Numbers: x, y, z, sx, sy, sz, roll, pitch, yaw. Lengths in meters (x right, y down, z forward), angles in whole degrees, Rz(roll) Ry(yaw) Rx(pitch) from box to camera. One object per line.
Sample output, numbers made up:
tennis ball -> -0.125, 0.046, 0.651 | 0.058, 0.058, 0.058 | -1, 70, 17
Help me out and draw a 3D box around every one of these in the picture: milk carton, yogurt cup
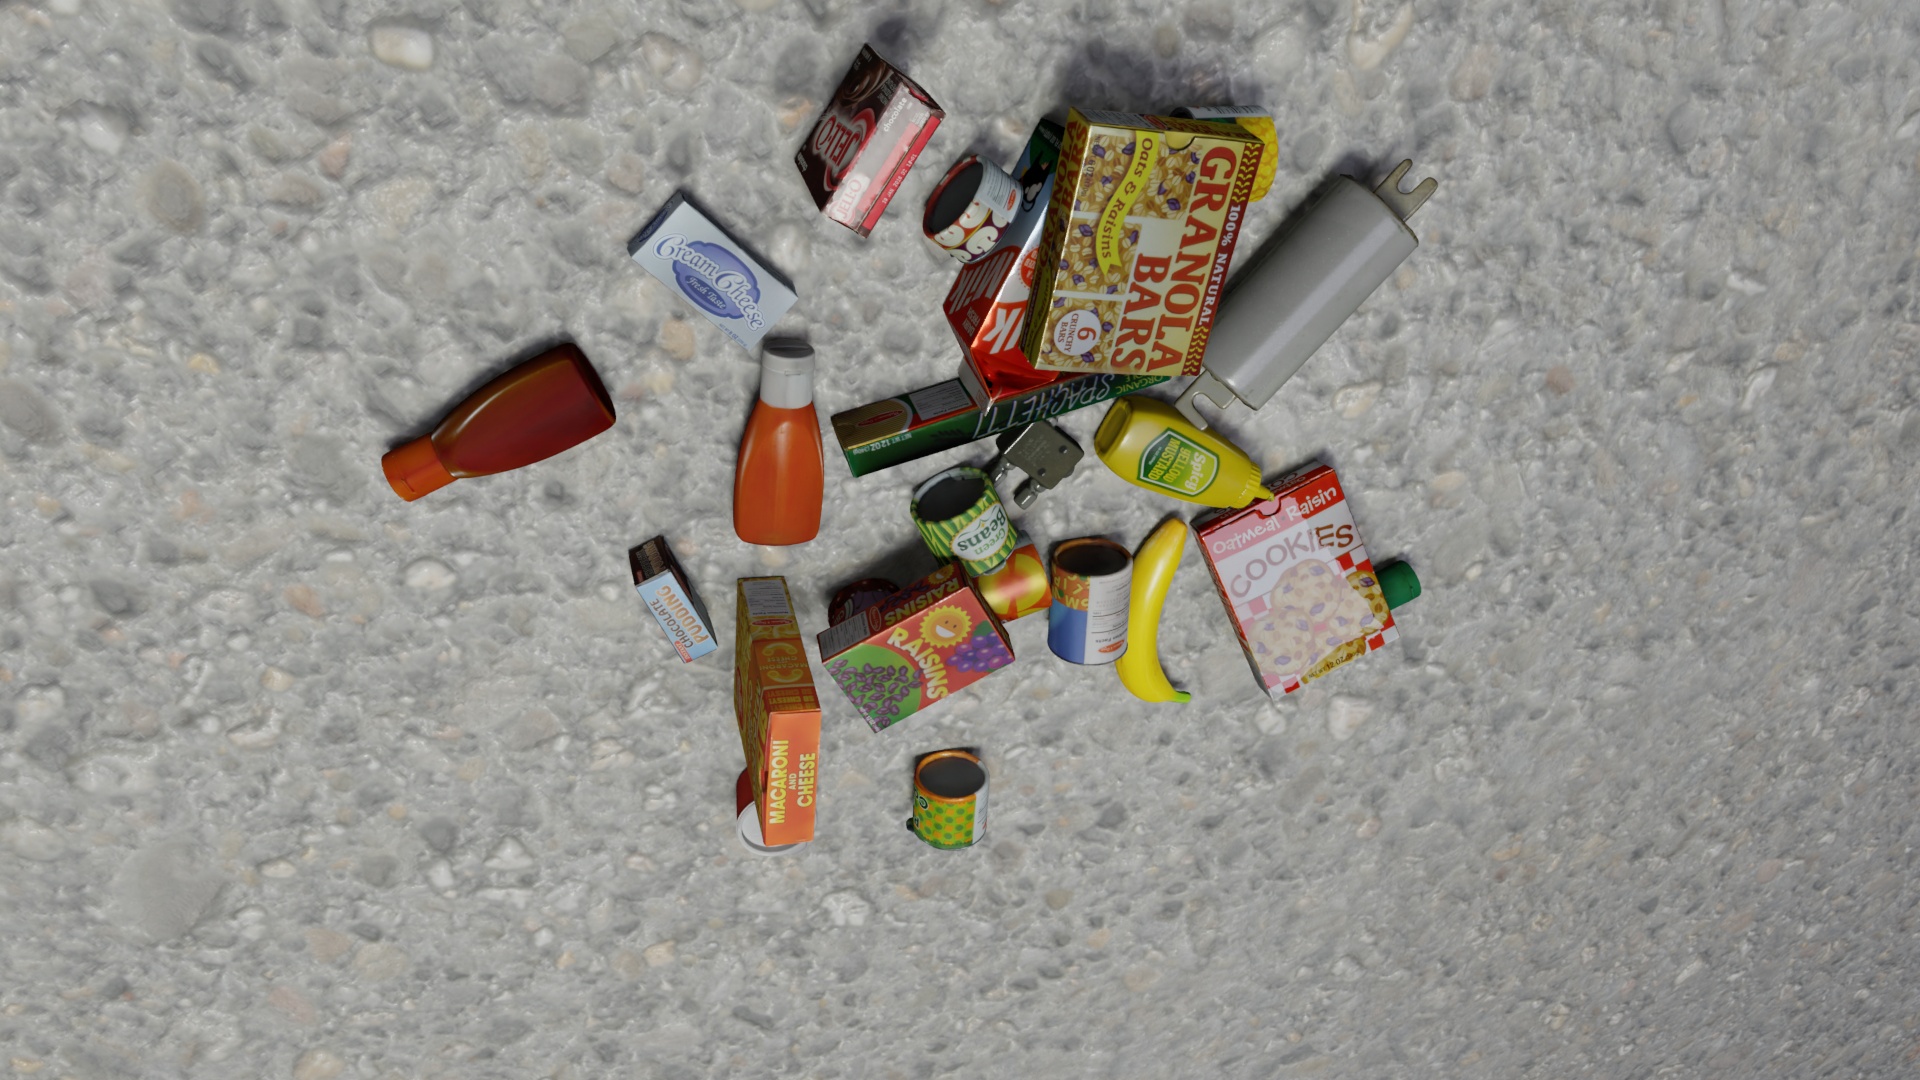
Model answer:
milk carton -> 0.051, -0.181, 0.957 | 0.073, 0.072, 0.189 | 18, 115, -28
yogurt cup -> -0.156, 0.220, 1.158 | 0.072, 0.054, 0.072 | -9, 124, -13

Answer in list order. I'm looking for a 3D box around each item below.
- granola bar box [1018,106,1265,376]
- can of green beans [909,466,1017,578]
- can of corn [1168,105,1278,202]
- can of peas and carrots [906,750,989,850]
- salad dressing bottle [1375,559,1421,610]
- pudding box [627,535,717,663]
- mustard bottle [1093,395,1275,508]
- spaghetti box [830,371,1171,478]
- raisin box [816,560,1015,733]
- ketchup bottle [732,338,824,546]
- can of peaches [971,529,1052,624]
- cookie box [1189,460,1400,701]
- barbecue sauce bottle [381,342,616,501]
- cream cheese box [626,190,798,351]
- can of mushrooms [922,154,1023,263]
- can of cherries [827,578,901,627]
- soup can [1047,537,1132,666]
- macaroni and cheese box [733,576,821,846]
granola bar box -> 0.116, -0.190, 0.905 | 0.124, 0.039, 0.164 | 0, 122, -20
can of green beans -> 0.002, -0.014, 1.053 | 0.071, 0.071, 0.057 | -27, 126, 0
can of corn -> 0.177, -0.261, 0.951 | 0.058, 0.071, 0.070 | -6, 123, -15
can of peas and carrots -> -0.011, 0.224, 1.202 | 0.071, 0.071, 0.058 | -6, 123, -15
salad dressing bottle -> 0.333, 0.064, 1.228 | 0.148, 0.044, 0.064 | -25, 121, -3
pudding box -> -0.213, 0.044, 1.029 | 0.030, 0.050, 0.083 | -26, 127, -3
mustard bottle -> 0.185, -0.060, 1.086 | 0.160, 0.049, 0.065 | 20, 114, -20
spaghetti box -> 0.032, -0.104, 1.014 | 0.250, 0.050, 0.028 | -18, 127, -7
raisin box -> -0.033, 0.080, 1.041 | 0.123, 0.040, 0.086 | -28, 123, 7
ketchup bottle -> -0.127, -0.068, 0.989 | 0.065, 0.044, 0.148 | -2, 122, -18
can of peaches -> 0.035, 0.033, 1.093 | 0.058, 0.071, 0.071 | -20, 126, -6
cookie box -> 0.280, 0.034, 1.163 | 0.123, 0.040, 0.167 | -26, 108, -1
barbecue sauce bottle -> -0.309, -0.073, 0.925 | 0.148, 0.044, 0.064 | -26, 126, 0
cream cheese box -> -0.163, -0.177, 0.919 | 0.053, 0.024, 0.103 | -45, 124, 11
can of mushrooms -> 0.006, -0.219, 0.923 | 0.033, 0.071, 0.071 | 30, 109, -31
can of cherries -> -0.070, 0.072, 1.089 | 0.071, 0.058, 0.071 | -9, 125, -12
soup can -> 0.103, 0.048, 1.126 | 0.071, 0.071, 0.083 | -7, 120, -14
macaroni and cheese box -> -0.139, 0.124, 1.032 | 0.040, 0.167, 0.123 | -3, 122, -16
